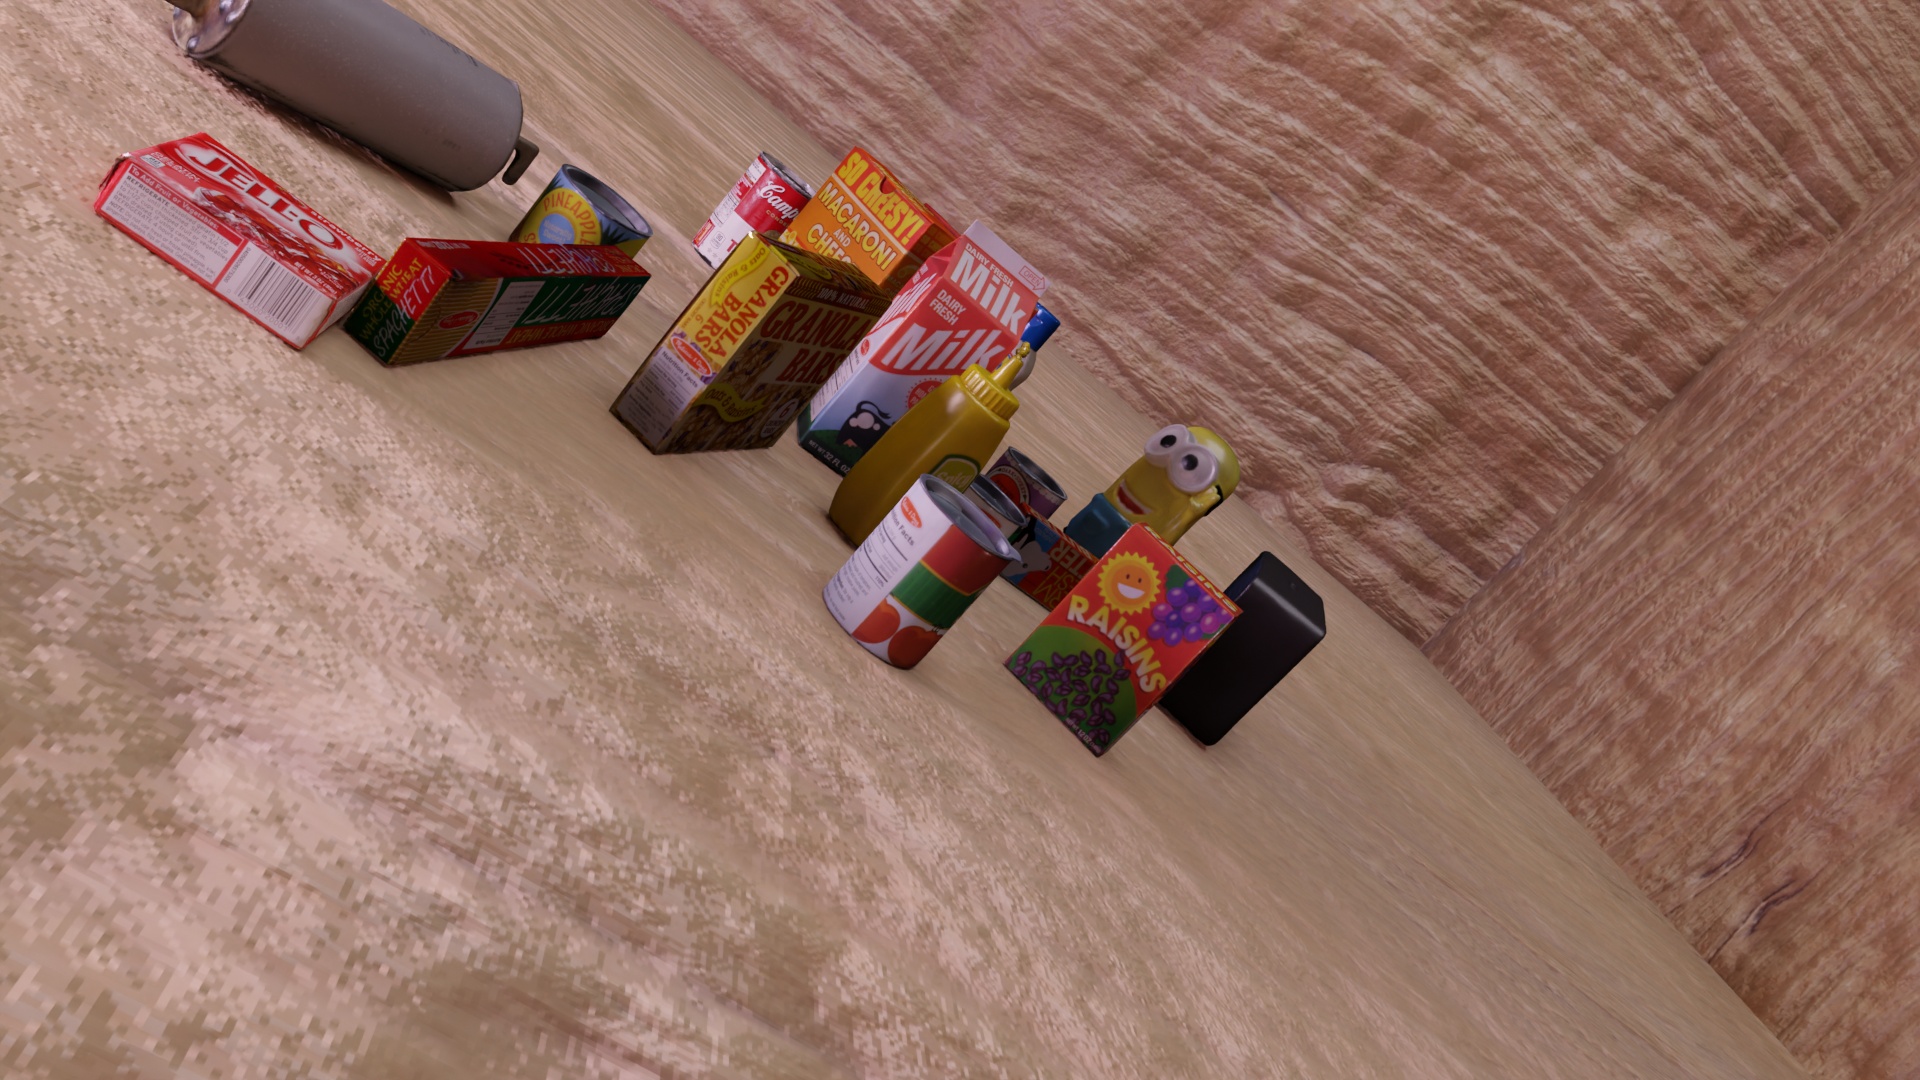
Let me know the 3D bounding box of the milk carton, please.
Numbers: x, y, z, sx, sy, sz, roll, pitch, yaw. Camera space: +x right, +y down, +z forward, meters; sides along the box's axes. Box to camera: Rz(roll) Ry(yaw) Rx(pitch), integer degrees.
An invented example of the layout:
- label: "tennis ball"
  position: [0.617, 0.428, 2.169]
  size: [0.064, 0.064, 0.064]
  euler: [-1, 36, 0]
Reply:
- label: "milk carton"
  position: [-0.026, -0.127, 0.959]
  size: [0.072, 0.190, 0.074]
  euler: [37, 13, -20]

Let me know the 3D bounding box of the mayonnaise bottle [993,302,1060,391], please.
- label: "mayonnaise bottle"
  position: [0.038, -0.173, 1.391]
  size: [0.065, 0.148, 0.041]
  euler: [44, 13, 11]

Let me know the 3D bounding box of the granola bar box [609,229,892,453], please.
- label: "granola bar box"
  position: [-0.114, -0.109, 0.792]
  size: [0.039, 0.124, 0.166]
  euler: [43, 13, 7]

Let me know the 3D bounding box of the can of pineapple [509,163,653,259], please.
- label: "can of pineapple"
  position: [-0.233, -0.187, 0.849]
  size: [0.071, 0.057, 0.071]
  euler: [39, 13, -11]

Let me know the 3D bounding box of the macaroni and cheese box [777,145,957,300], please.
- label: "macaroni and cheese box"
  position: [-0.094, -0.200, 1.055]
  size: [0.040, 0.166, 0.124]
  euler: [26, 20, -51]

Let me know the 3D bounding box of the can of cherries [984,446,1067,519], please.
- label: "can of cherries"
  position: [0.045, -0.036, 1.164]
  size: [0.071, 0.058, 0.072]
  euler: [39, 13, -11]

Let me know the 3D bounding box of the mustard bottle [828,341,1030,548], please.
- label: "mustard bottle"
  position: [-0.011, -0.059, 0.848]
  size: [0.049, 0.160, 0.065]
  euler: [49, 14, 31]

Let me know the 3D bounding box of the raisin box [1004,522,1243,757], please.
- label: "raisin box"
  position: [0.101, 0.061, 0.864]
  size: [0.086, 0.123, 0.040]
  euler: [45, 13, 13]

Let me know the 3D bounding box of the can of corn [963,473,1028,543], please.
- label: "can of corn"
  position: [0.003, -0.012, 0.964]
  size: [0.071, 0.058, 0.071]
  euler: [39, 13, -11]

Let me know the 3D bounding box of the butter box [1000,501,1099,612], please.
- label: "butter box"
  position: [0.068, 0.020, 1.059]
  size: [0.103, 0.053, 0.024]
  euler: [36, 14, -24]

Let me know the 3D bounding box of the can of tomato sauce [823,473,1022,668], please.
- label: "can of tomato sauce"
  position: [-0.021, 0.018, 0.740]
  size: [0.071, 0.083, 0.071]
  euler: [39, 13, -11]

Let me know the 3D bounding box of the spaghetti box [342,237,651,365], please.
- label: "spaghetti box"
  position: [-0.219, -0.122, 0.695]
  size: [0.028, 0.050, 0.251]
  euler: [41, 13, -2]

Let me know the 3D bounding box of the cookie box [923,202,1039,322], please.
- label: "cookie box"
  position: [-0.038, -0.157, 1.073]
  size: [0.123, 0.167, 0.040]
  euler: [48, 14, 27]
